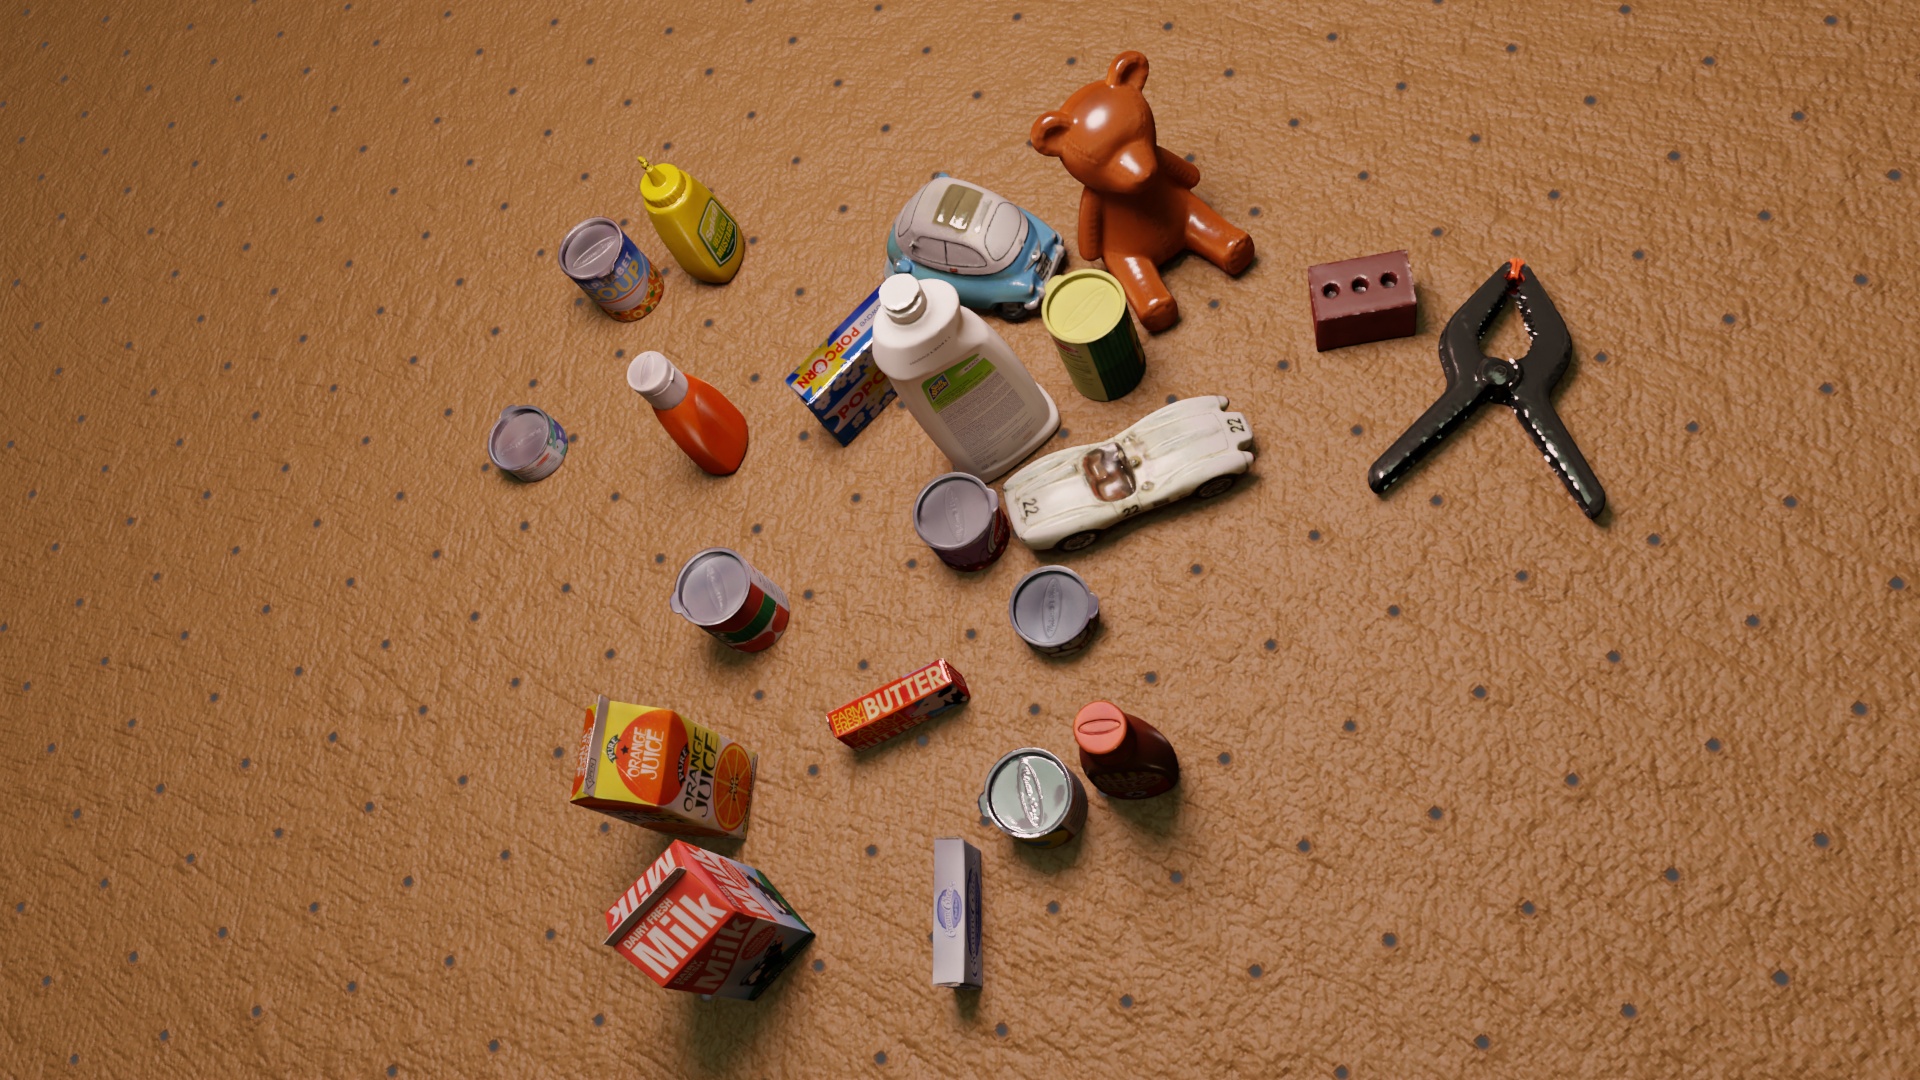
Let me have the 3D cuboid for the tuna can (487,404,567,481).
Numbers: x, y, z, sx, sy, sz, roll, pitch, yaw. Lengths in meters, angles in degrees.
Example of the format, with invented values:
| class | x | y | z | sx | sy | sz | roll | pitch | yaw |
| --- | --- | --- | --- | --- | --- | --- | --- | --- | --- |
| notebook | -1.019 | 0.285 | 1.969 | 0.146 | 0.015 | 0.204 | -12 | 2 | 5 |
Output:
| class | x | y | z | sx | sy | sz | roll | pitch | yaw |
| --- | --- | --- | --- | --- | --- | --- | --- | --- | --- |
| tuna can | -0.404 | -0.092 | 1.294 | 0.071 | 0.032 | 0.071 | -6 | 67 | 15 |

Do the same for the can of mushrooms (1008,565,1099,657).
| class | x | y | z | sx | sy | sz | roll | pitch | yaw |
| --- | --- | --- | --- | --- | --- | --- | --- | --- | --- |
| can of mushrooms | 0.076 | 0.056 | 1.084 | 0.071 | 0.033 | 0.071 | -6 | 67 | 15 |

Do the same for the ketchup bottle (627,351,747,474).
| class | x | y | z | sx | sy | sz | roll | pitch | yaw |
| --- | --- | --- | --- | --- | --- | --- | --- | --- | --- |
| ketchup bottle | -0.231 | -0.111 | 1.183 | 0.043 | 0.148 | 0.065 | -2 | 69 | 17 |

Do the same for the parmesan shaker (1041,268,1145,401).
| class | x | y | z | sx | sy | sz | roll | pitch | yaw |
| --- | --- | --- | --- | --- | --- | --- | --- | --- | --- |
| parmesan shaker | 0.108 | -0.166 | 1.125 | 0.071 | 0.103 | 0.071 | -6 | 68 | 15 |

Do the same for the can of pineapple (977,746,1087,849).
| class | x | y | z | sx | sy | sz | roll | pitch | yaw |
| --- | --- | --- | --- | --- | --- | --- | --- | --- | --- |
| can of pineapple | 0.054 | 0.190 | 1.023 | 0.071 | 0.057 | 0.071 | -6 | 67 | 15 |

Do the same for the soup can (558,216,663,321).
| class | x | y | z | sx | sy | sz | roll | pitch | yaw |
| --- | --- | --- | --- | --- | --- | --- | --- | --- | --- |
| soup can | -0.326 | -0.251 | 1.306 | 0.071 | 0.083 | 0.071 | -6 | 67 | 15 |

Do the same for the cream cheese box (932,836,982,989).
| class | x | y | z | sx | sy | sz | roll | pitch | yaw |
| --- | --- | --- | --- | --- | --- | --- | --- | --- | --- |
| cream cheese box | -0.002 | 0.271 | 1.010 | 0.024 | 0.053 | 0.104 | -6 | 67 | 15 |

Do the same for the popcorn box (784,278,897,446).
| class | x | y | z | sx | sy | sz | roll | pitch | yaw |
| --- | --- | --- | --- | --- | --- | --- | --- | --- | --- |
| popcorn box | -0.081 | -0.151 | 1.188 | 0.127 | 0.085 | 0.038 | -46 | 63 | -4 |

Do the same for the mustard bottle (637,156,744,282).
| class | x | y | z | sx | sy | sz | roll | pitch | yaw |
| --- | --- | --- | --- | --- | --- | --- | --- | --- | --- |
| mustard bottle | -0.249 | -0.295 | 1.257 | 0.049 | 0.160 | 0.065 | 9 | 72 | 21 |

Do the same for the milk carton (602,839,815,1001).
| class | x | y | z | sx | sy | sz | roll | pitch | yaw |
| --- | --- | --- | --- | --- | --- | --- | --- | --- | --- |
| milk carton | -0.183 | 0.271 | 0.990 | 0.072 | 0.190 | 0.073 | -47 | 63 | -4 |

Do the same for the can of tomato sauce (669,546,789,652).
| class | x | y | z | sx | sy | sz | roll | pitch | yaw |
| --- | --- | --- | --- | --- | --- | --- | --- | --- | --- |
| can of tomato sauce | -0.188 | 0.052 | 1.140 | 0.071 | 0.083 | 0.071 | -6 | 67 | 15 |

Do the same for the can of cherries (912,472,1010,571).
| class | x | y | z | sx | sy | sz | roll | pitch | yaw |
| --- | --- | --- | --- | --- | --- | --- | --- | --- | --- |
| can of cherries | 0.004 | -0.014 | 1.121 | 0.071 | 0.058 | 0.072 | -6 | 67 | 15 |

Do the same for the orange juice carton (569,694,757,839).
| class | x | y | z | sx | sy | sz | roll | pitch | yaw |
| --- | --- | --- | --- | --- | --- | --- | --- | --- | --- |
| orange juice carton | -0.228 | 0.173 | 1.042 | 0.073 | 0.192 | 0.072 | -1 | 69 | 17 |

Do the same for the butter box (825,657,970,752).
| class | x | y | z | sx | sy | sz | roll | pitch | yaw |
| --- | --- | --- | --- | --- | --- | --- | --- | --- | --- |
| butter box | -0.048 | 0.129 | 1.082 | 0.103 | 0.053 | 0.024 | -26 | 64 | 6 |

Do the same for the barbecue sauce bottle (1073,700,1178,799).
| class | x | y | z | sx | sy | sz | roll | pitch | yaw |
| --- | --- | --- | --- | --- | --- | --- | --- | --- | --- |
| barbecue sauce bottle | 0.111 | 0.147 | 0.972 | 0.065 | 0.148 | 0.044 | -9 | 67 | 14 |
